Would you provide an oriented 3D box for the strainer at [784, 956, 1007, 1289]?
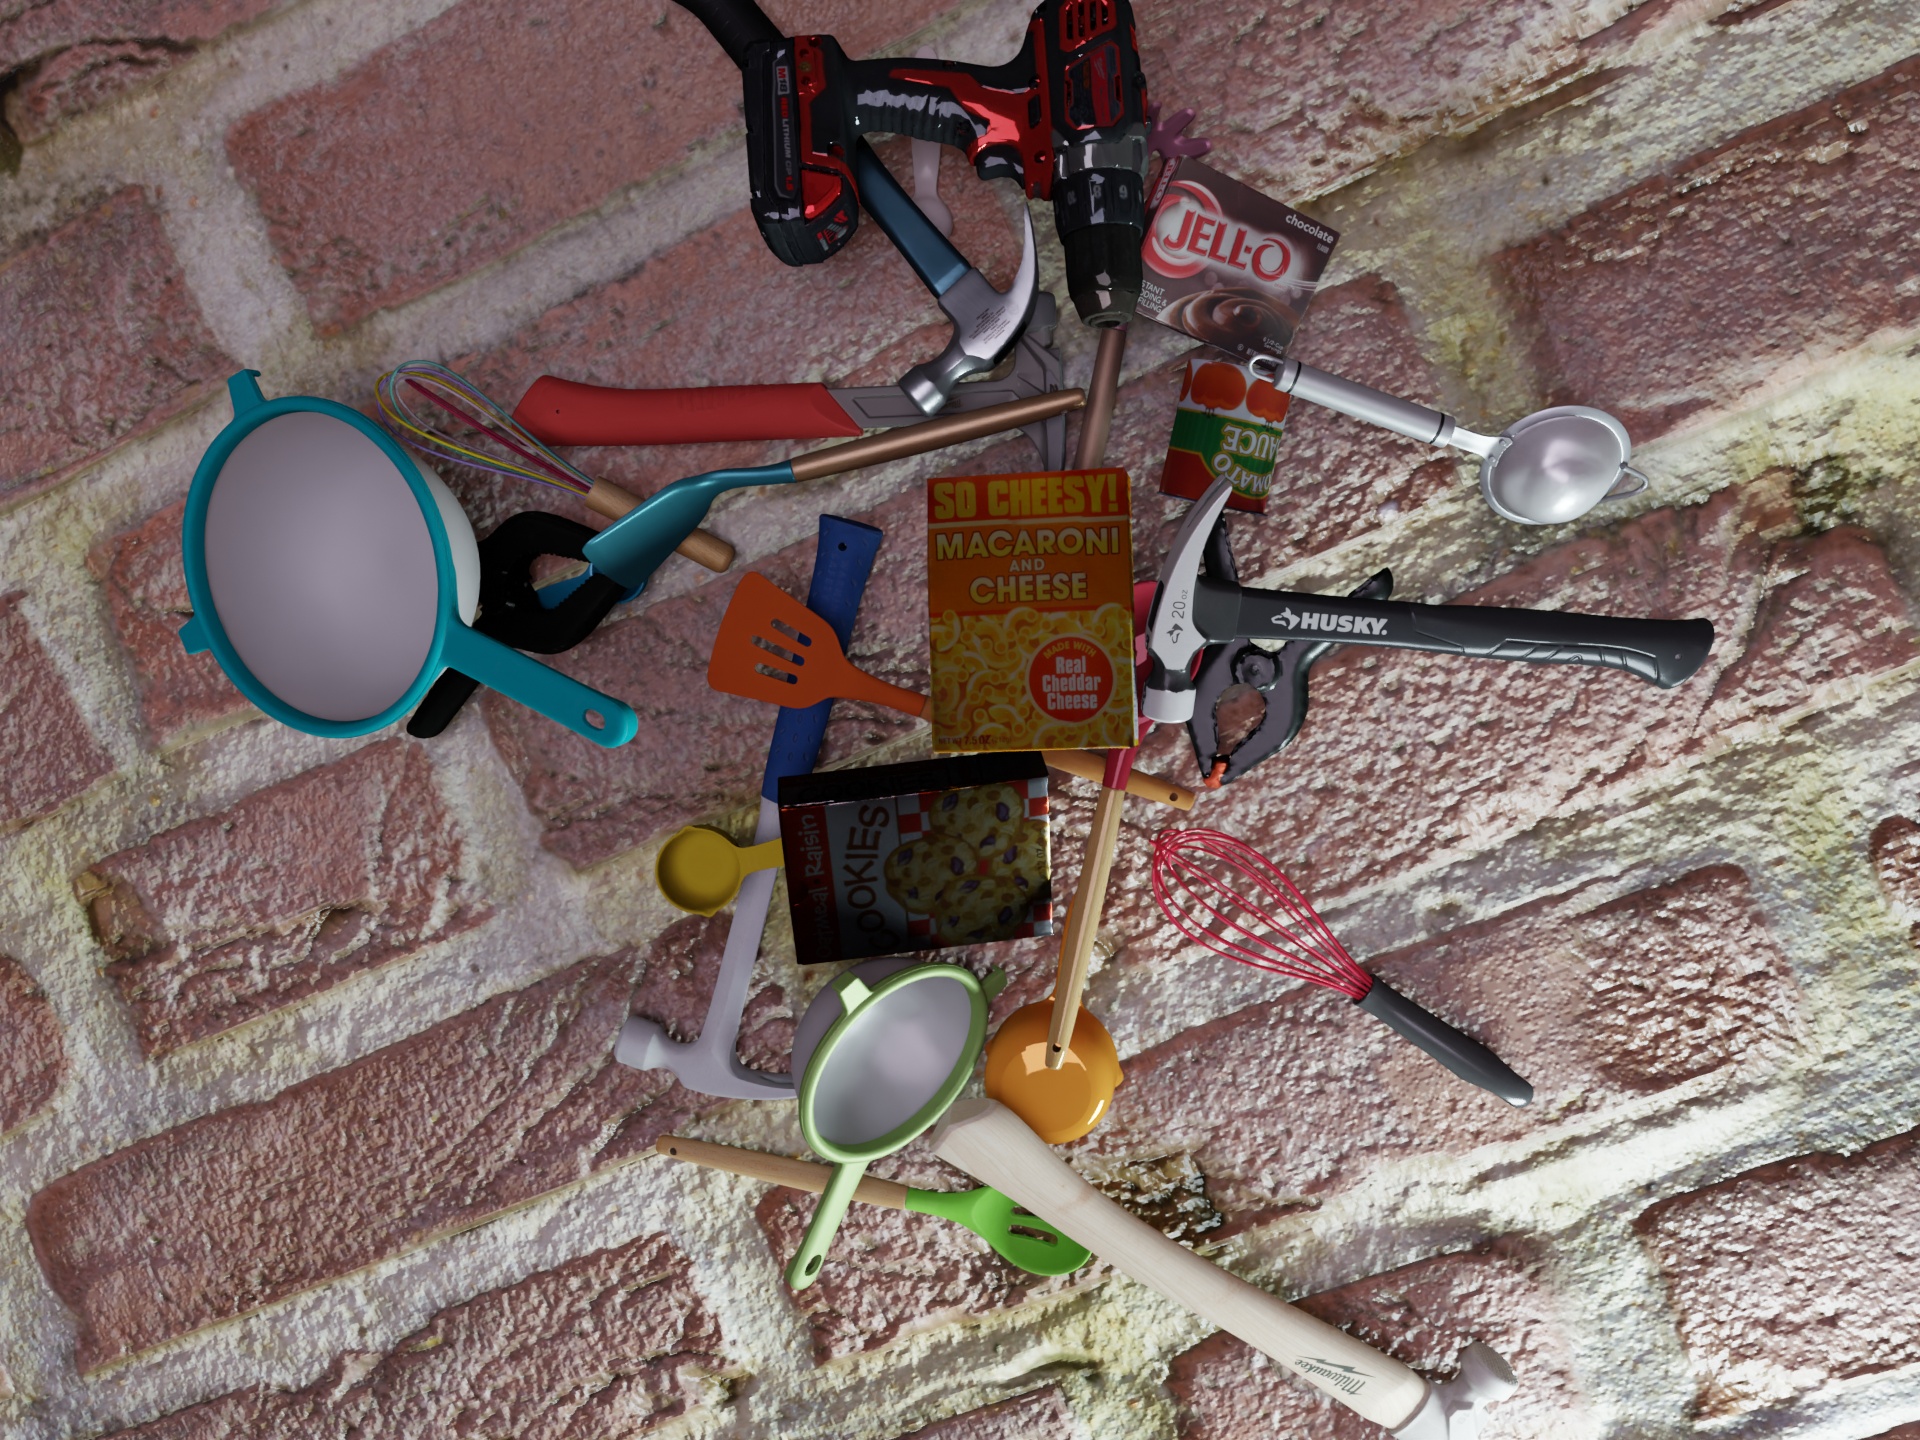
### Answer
[{"bbox_3d":[-0.078,0.256,1.057,0.069,0.151,0.256,36,110,40],"label":"strainer"}]

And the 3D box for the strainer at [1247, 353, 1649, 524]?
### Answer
[{"bbox_3d":[0.287,-0.164,0.927,0.258,0.050,0.086,18,134,-6],"label":"strainer"}]

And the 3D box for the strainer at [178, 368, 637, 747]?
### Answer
[{"bbox_3d":[-0.327,-0.073,0.998,0.340,0.095,0.211,26,110,14],"label":"strainer"}]

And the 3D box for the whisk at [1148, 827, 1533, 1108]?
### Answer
[{"bbox_3d":[0.240,0.160,1.008,0.296,0.073,0.073,34,103,-2],"label":"whisk"}]

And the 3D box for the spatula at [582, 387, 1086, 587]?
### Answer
[{"bbox_3d":[-0.075,-0.150,0.980,0.317,0.082,0.044,-14,74,7],"label":"spatula"}]

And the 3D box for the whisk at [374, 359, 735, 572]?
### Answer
[{"bbox_3d":[-0.256,-0.161,1.021,0.245,0.047,0.051,27,105,-15],"label":"whisk"}]

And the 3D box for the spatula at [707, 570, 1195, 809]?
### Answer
[{"bbox_3d":[-0.002,-0.003,1.016,0.322,0.041,0.081,20,99,-7],"label":"spatula"}]

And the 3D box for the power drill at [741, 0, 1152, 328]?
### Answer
[{"bbox_3d":[-0.003,-0.311,0.909,0.226,0.080,0.188,-4,88,4],"label":"power drill"}]

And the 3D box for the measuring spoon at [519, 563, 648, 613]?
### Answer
[{"bbox_3d":[-0.262,-0.086,1.076,0.128,0.021,0.042,-19,89,21],"label":"measuring spoon"}]

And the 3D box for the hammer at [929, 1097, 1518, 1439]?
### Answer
[{"bbox_3d":[0.154,0.377,1.036,0.410,0.038,0.146,32,104,-5],"label":"hammer"}]

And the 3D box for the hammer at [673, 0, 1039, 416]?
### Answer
[{"bbox_3d":[-0.074,-0.349,0.972,0.128,0.033,0.331,-39,84,4],"label":"hammer"}]

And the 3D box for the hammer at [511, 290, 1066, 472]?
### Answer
[{"bbox_3d":[-0.112,-0.189,1.022,0.359,0.037,0.149,-1,99,9],"label":"hammer"}]

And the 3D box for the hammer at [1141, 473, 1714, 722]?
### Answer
[{"bbox_3d":[0.280,-0.060,0.944,0.334,0.035,0.146,4,110,-3],"label":"hammer"}]

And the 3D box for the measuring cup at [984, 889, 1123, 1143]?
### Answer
[{"bbox_3d":[0.066,0.195,1.042,0.095,0.052,0.173,11,102,8],"label":"measuring cup"}]

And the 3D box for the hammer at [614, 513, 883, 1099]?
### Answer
[{"bbox_3d":[-0.117,0.065,1.062,0.144,0.035,0.405,17,101,7],"label":"hammer"}]

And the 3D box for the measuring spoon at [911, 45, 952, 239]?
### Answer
[{"bbox_3d":[-0.023,-0.356,0.990,0.034,0.018,0.124,1,98,9],"label":"measuring spoon"}]

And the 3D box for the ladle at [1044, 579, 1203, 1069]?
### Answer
[{"bbox_3d":[0.092,0.068,0.999,0.069,0.031,0.315,13,95,12],"label":"ladle"}]

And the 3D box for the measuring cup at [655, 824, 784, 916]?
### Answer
[{"bbox_3d":[-0.121,0.084,1.040,0.156,0.029,0.062,-13,97,0],"label":"measuring cup"}]

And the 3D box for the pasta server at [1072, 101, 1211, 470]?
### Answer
[{"bbox_3d":[0.092,-0.214,0.983,0.060,0.040,0.316,7,102,-16],"label":"pasta server"}]

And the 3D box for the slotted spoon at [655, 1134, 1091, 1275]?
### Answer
[{"bbox_3d":[-0.061,0.322,1.098,0.314,0.031,0.070,9,100,10],"label":"slotted spoon"}]
